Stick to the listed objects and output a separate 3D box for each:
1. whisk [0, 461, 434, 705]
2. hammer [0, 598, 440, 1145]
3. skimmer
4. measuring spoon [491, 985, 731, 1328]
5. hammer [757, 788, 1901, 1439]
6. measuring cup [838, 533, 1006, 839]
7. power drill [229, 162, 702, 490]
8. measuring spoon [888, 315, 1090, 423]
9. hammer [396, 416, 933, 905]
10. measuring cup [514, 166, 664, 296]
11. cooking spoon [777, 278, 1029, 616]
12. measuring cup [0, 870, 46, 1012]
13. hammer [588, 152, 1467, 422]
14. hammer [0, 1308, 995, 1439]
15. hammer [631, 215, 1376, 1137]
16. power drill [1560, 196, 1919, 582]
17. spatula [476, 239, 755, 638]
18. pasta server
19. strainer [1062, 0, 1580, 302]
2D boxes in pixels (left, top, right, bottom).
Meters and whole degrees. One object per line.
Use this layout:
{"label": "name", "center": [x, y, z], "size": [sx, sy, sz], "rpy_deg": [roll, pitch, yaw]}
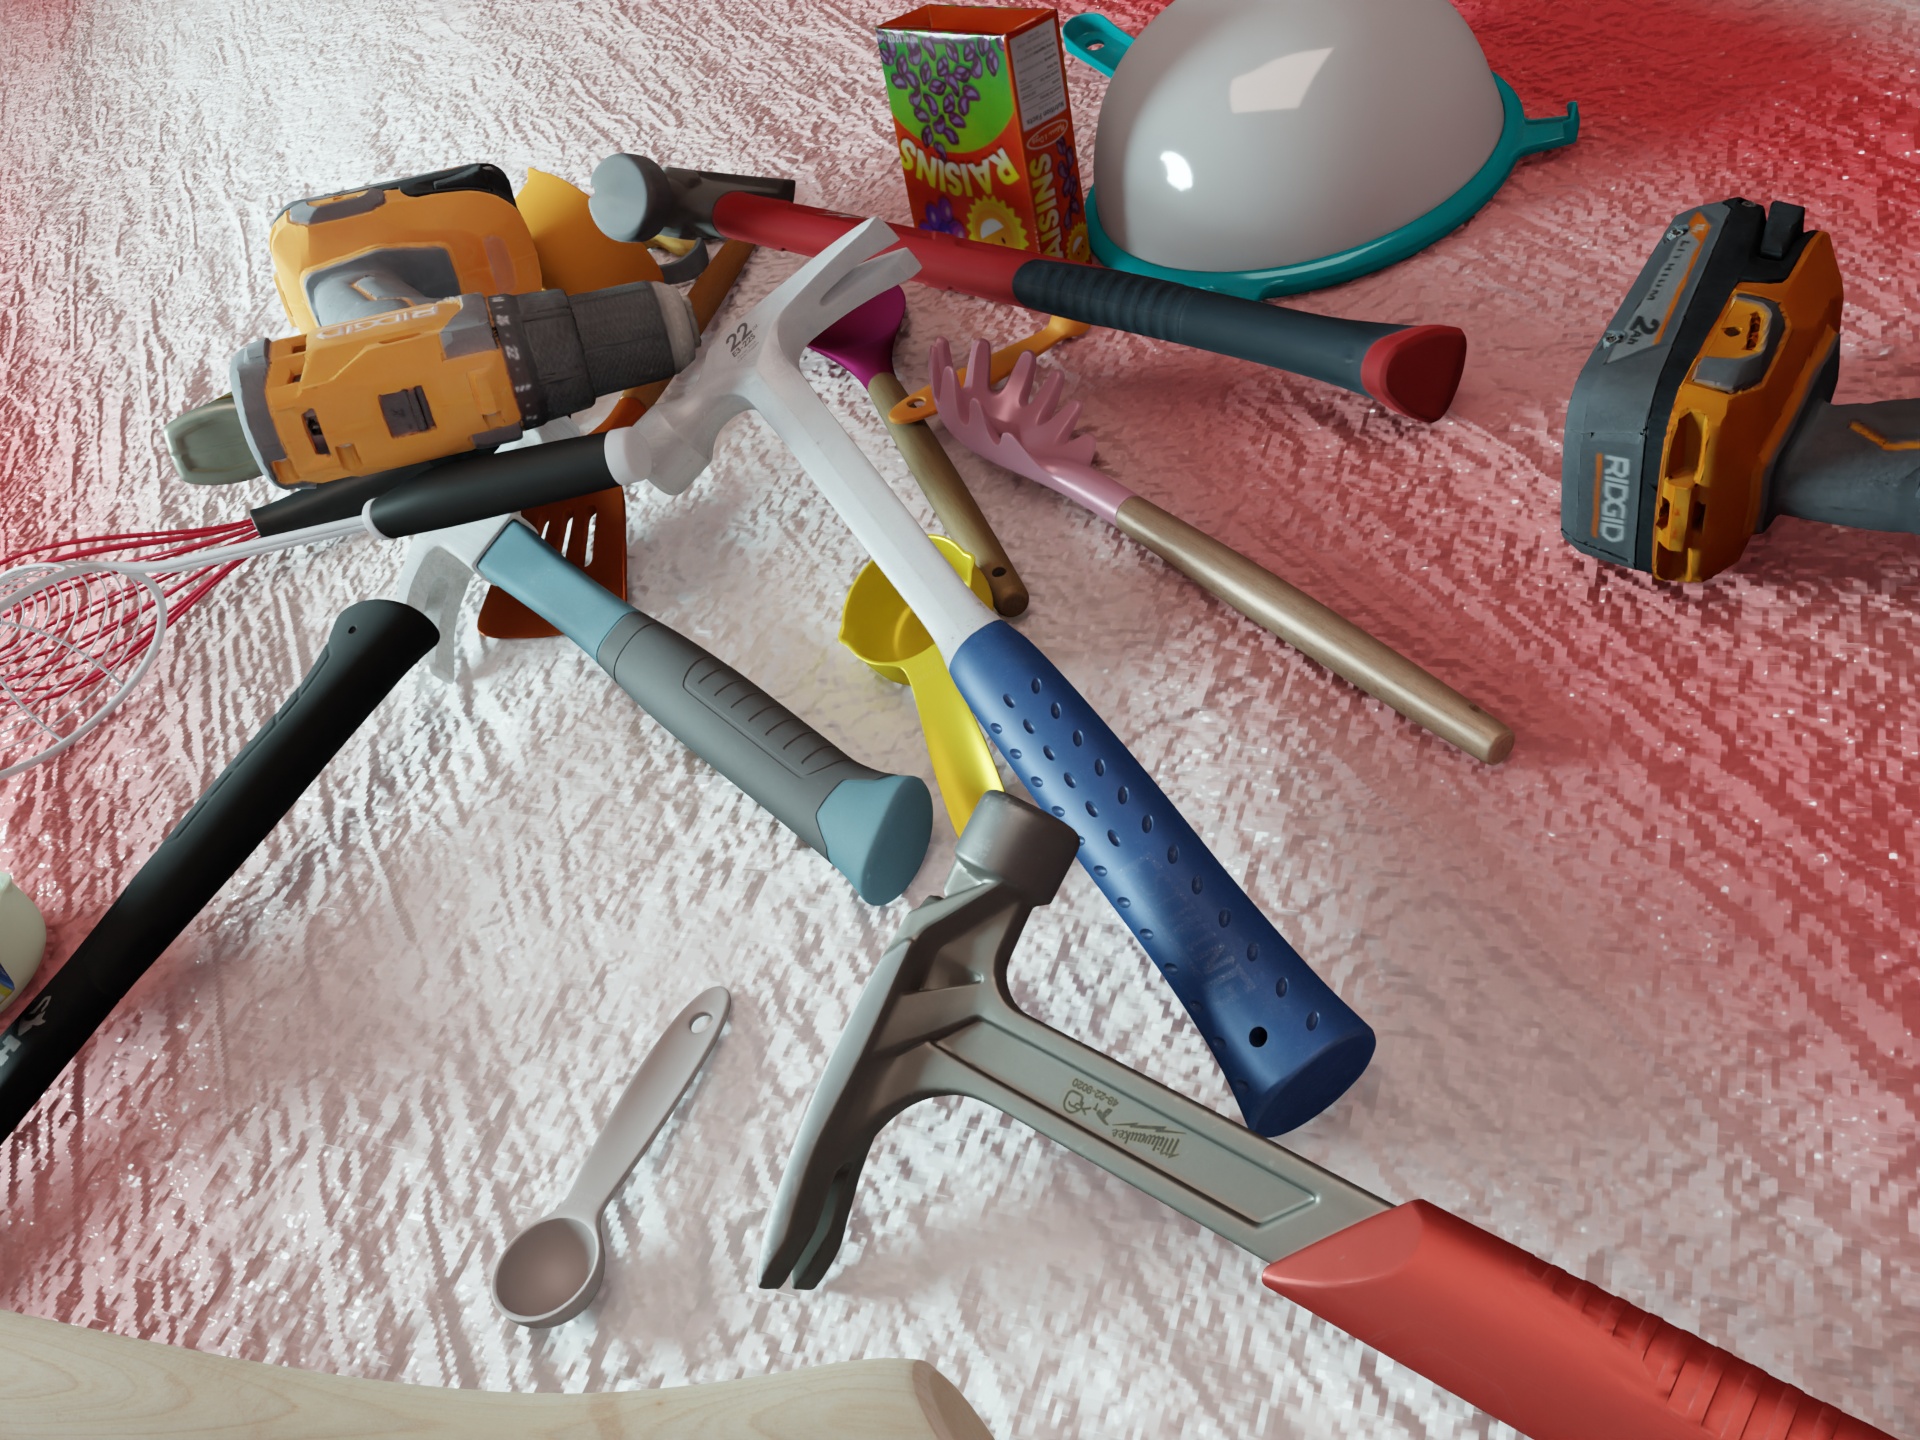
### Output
{"label": "whisk", "center": [-0.374, -0.089, 0.807], "size": [0.296, 0.073, 0.073], "rpy_deg": [-26, 42, -11]}
{"label": "hammer", "center": [-0.312, 0.086, 0.596], "size": [0.146, 0.035, 0.335], "rpy_deg": [18, 63, 36]}
{"label": "skimmer", "center": [-0.293, -0.045, 0.683], "size": [0.363, 0.090, 0.127], "rpy_deg": [-11, 3, 15]}
{"label": "measuring spoon", "center": [-0.101, 0.134, 0.496], "size": [0.034, 0.018, 0.124], "rpy_deg": [3, 43, 27]}
{"label": "hammer", "center": [0.114, 0.143, 0.353], "size": [0.359, 0.036, 0.149], "rpy_deg": [22, 83, 33]}
{"label": "measuring cup", "center": [-0.001, -0.002, 0.577], "size": [0.062, 0.029, 0.157], "rpy_deg": [-30, 54, 15]}
{"label": "power drill", "center": [-0.224, -0.186, 0.720], "size": [0.185, 0.084, 0.226], "rpy_deg": [-16, 35, -10]}
{"label": "measuring spoon", "center": [0.014, -0.163, 0.720], "size": [0.117, 0.011, 0.021], "rpy_deg": [-33, 47, -24]}
{"label": "hammer", "center": [-0.125, -0.027, 0.631], "size": [0.331, 0.033, 0.128], "rpy_deg": [33, 84, 39]}
{"label": "measuring cup", "center": [-0.232, -0.252, 0.898], "size": [0.052, 0.095, 0.174], "rpy_deg": [-56, 28, -11]}
{"label": "cooking spoon", "center": [-0.029, -0.140, 0.726], "size": [0.068, 0.017, 0.319], "rpy_deg": [-18, 42, -8]}
{"label": "measuring cup", "center": [-0.437, 0.077, 0.685], "size": [0.083, 0.038, 0.168], "rpy_deg": [-34, 42, -10]}
{"label": "hammer", "center": [0.030, -0.195, 0.699], "size": [0.386, 0.038, 0.143], "rpy_deg": [20, 22, 24]}
{"label": "hammer", "center": [-0.190, 0.202, 0.429], "size": [0.410, 0.038, 0.146], "rpy_deg": [-1, 78, 16]}
{"label": "hammer", "center": [0.005, -0.036, 0.546], "size": [0.144, 0.035, 0.406], "rpy_deg": [-44, 51, 9]}
{"label": "power drill", "center": [0.320, -0.093, 0.479], "size": [0.227, 0.084, 0.164], "rpy_deg": [19, 58, 32]}
{"label": "spatula", "center": [-0.154, -0.163, 0.804], "size": [0.081, 0.041, 0.323], "rpy_deg": [-5, 42, 23]}
{"label": "pasta server", "center": [0.083, -0.074, 0.596], "size": [0.060, 0.040, 0.317], "rpy_deg": [-7, 33, -35]}
{"label": "strainer", "center": [0.125, -0.332, 0.788], "size": [0.211, 0.095, 0.341], "rpy_deg": [-29, 44, -5]}
